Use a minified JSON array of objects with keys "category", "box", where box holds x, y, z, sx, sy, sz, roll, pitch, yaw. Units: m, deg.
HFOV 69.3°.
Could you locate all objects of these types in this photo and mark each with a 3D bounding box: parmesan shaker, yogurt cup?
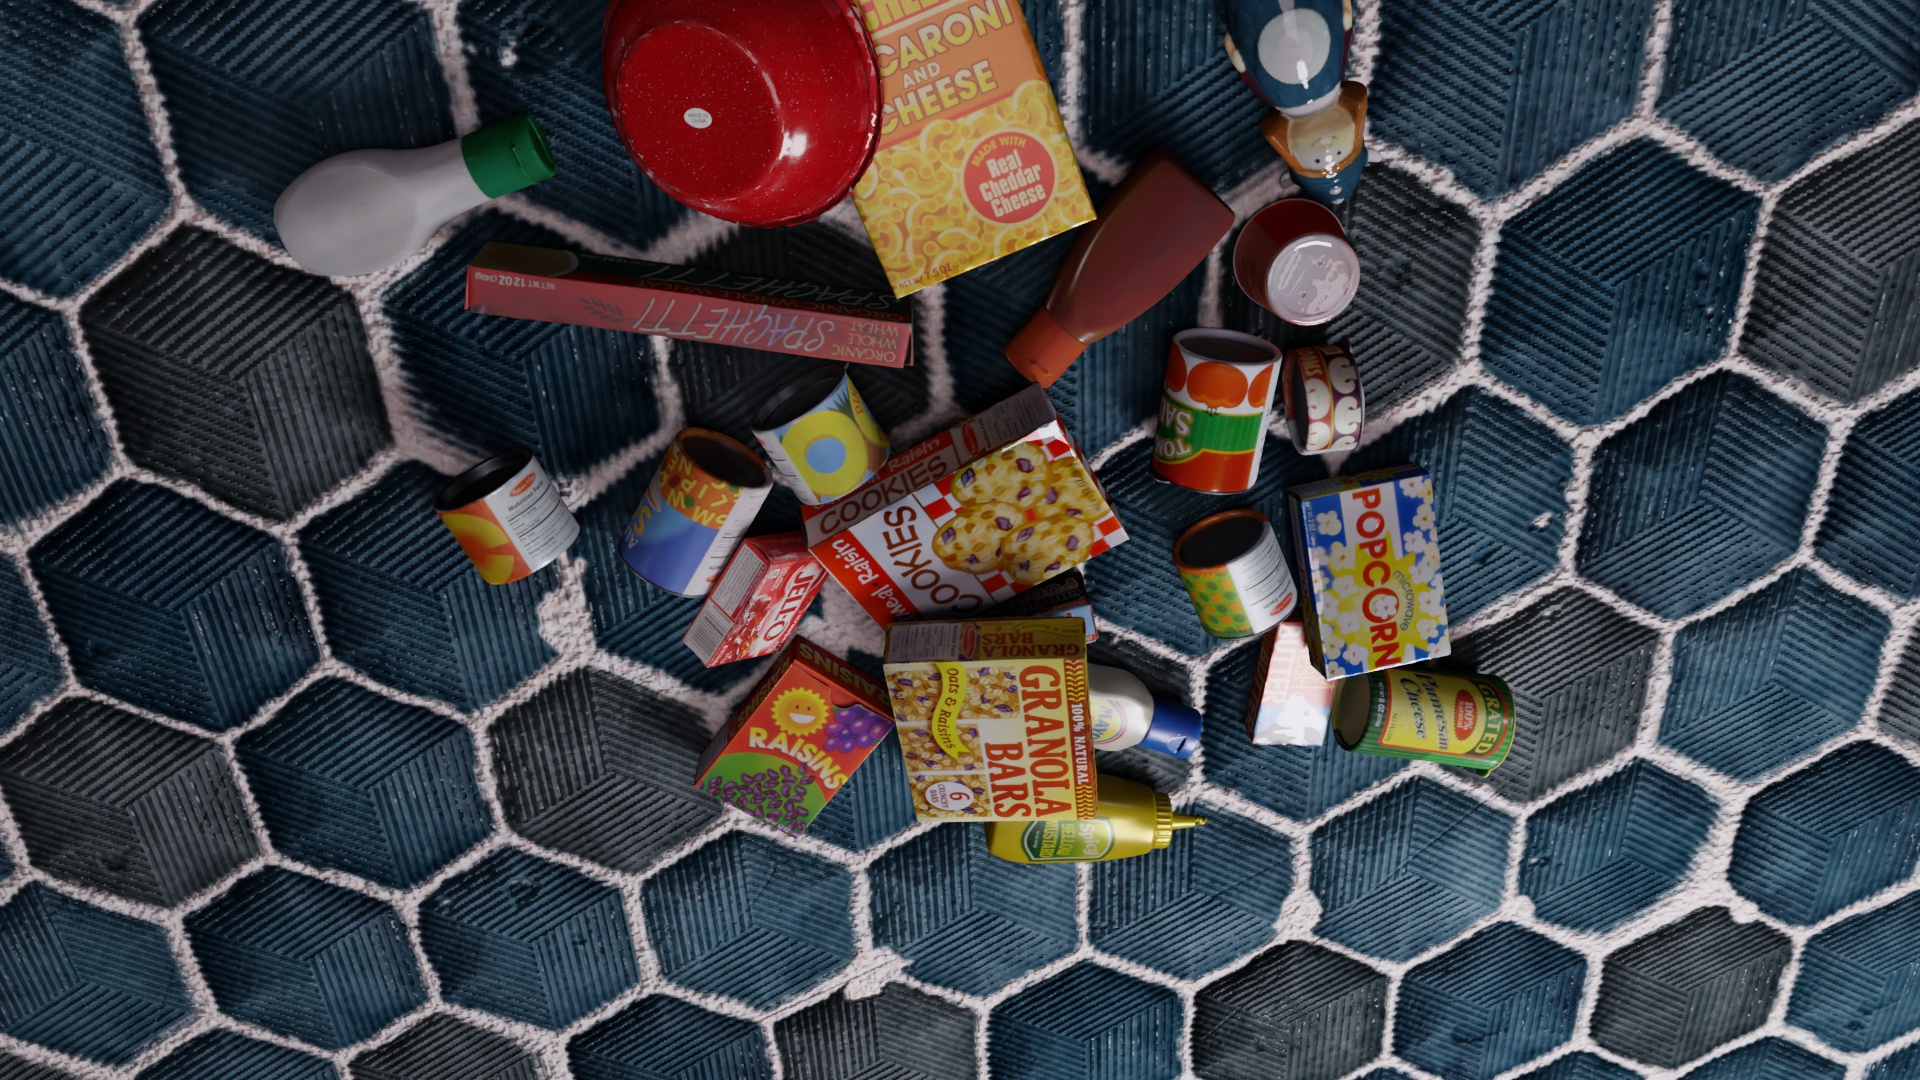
[{"category":"parmesan shaker","box":[0.315,0.121,0.952,0.103,0.071,0.071,8,117,-8]},{"category":"yogurt cup","box":[0.197,-0.159,0.805,0.072,0.054,0.072,-1,117,-3]}]

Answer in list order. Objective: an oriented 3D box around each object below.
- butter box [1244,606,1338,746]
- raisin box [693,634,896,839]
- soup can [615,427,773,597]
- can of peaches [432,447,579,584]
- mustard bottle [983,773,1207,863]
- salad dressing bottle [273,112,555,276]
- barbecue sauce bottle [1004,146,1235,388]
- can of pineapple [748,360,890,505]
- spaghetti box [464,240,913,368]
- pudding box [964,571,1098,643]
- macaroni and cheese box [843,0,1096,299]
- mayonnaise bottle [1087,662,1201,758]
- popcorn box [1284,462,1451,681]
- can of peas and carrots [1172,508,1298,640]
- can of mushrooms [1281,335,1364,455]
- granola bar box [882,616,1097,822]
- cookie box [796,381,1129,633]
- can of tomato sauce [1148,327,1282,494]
[{"category":"butter box","box":[0.232,0.094,0.958,0.053,0.024,0.103,2,118,-5]},{"category":"raisin box","box":[-0.112,0.135,0.948,0.086,0.040,0.123,33,110,-18]},{"category":"soup can","box":[-0.164,-0.019,0.848,0.071,0.071,0.083,26,113,-16]},{"category":"can of peaches","box":[-0.276,-0.015,0.844,0.071,0.071,0.058,-22,117,8]},{"category":"mustard bottle","box":[0.099,0.197,0.989,0.160,0.049,0.065,2,122,-5]},{"category":"salad dressing bottle","box":[-0.297,-0.191,0.761,0.147,0.044,0.064,-19,116,5]},{"category":"barbecue sauce bottle","box":[0.087,-0.153,0.807,0.065,0.044,0.148,36,111,-21]},{"category":"can of pineapple","box":[-0.082,-0.064,0.830,0.071,0.071,0.057,-27,117,10]},{"category":"spaghetti box","box":[-0.150,-0.135,0.796,0.250,0.050,0.028,6,119,-7]},{"category":"pudding box","box":[0.045,0.052,0.908,0.084,0.050,0.030,-13,117,3]},{"category":"macaroni and cheese box","box":[-0.011,-0.233,0.759,0.124,0.040,0.165,-21,117,7]},{"category":"mayonnaise bottle","box":[0.091,0.112,0.948,0.148,0.041,0.064,18,121,-12]},{"category":"popcorn box","box":[0.263,0.020,0.897,0.085,0.038,0.126,-12,105,-2]},{"category":"can of peas and carrots","box":[0.174,0.021,0.894,0.071,0.071,0.058,-23,117,8]},{"category":"can of mushrooms","box":[0.218,-0.087,0.838,0.033,0.071,0.070,-7,118,1]},{"category":"granola bar box","box":[0.023,0.119,0.900,0.124,0.039,0.164,-2,134,7]},{"category":"cookie box","box":[0.003,-0.011,0.859,0.167,0.040,0.122,-27,136,10]},{"category":"can of tomato sauce","box":[0.151,-0.079,0.837,0.071,0.071,0.082,3,117,-6]}]
